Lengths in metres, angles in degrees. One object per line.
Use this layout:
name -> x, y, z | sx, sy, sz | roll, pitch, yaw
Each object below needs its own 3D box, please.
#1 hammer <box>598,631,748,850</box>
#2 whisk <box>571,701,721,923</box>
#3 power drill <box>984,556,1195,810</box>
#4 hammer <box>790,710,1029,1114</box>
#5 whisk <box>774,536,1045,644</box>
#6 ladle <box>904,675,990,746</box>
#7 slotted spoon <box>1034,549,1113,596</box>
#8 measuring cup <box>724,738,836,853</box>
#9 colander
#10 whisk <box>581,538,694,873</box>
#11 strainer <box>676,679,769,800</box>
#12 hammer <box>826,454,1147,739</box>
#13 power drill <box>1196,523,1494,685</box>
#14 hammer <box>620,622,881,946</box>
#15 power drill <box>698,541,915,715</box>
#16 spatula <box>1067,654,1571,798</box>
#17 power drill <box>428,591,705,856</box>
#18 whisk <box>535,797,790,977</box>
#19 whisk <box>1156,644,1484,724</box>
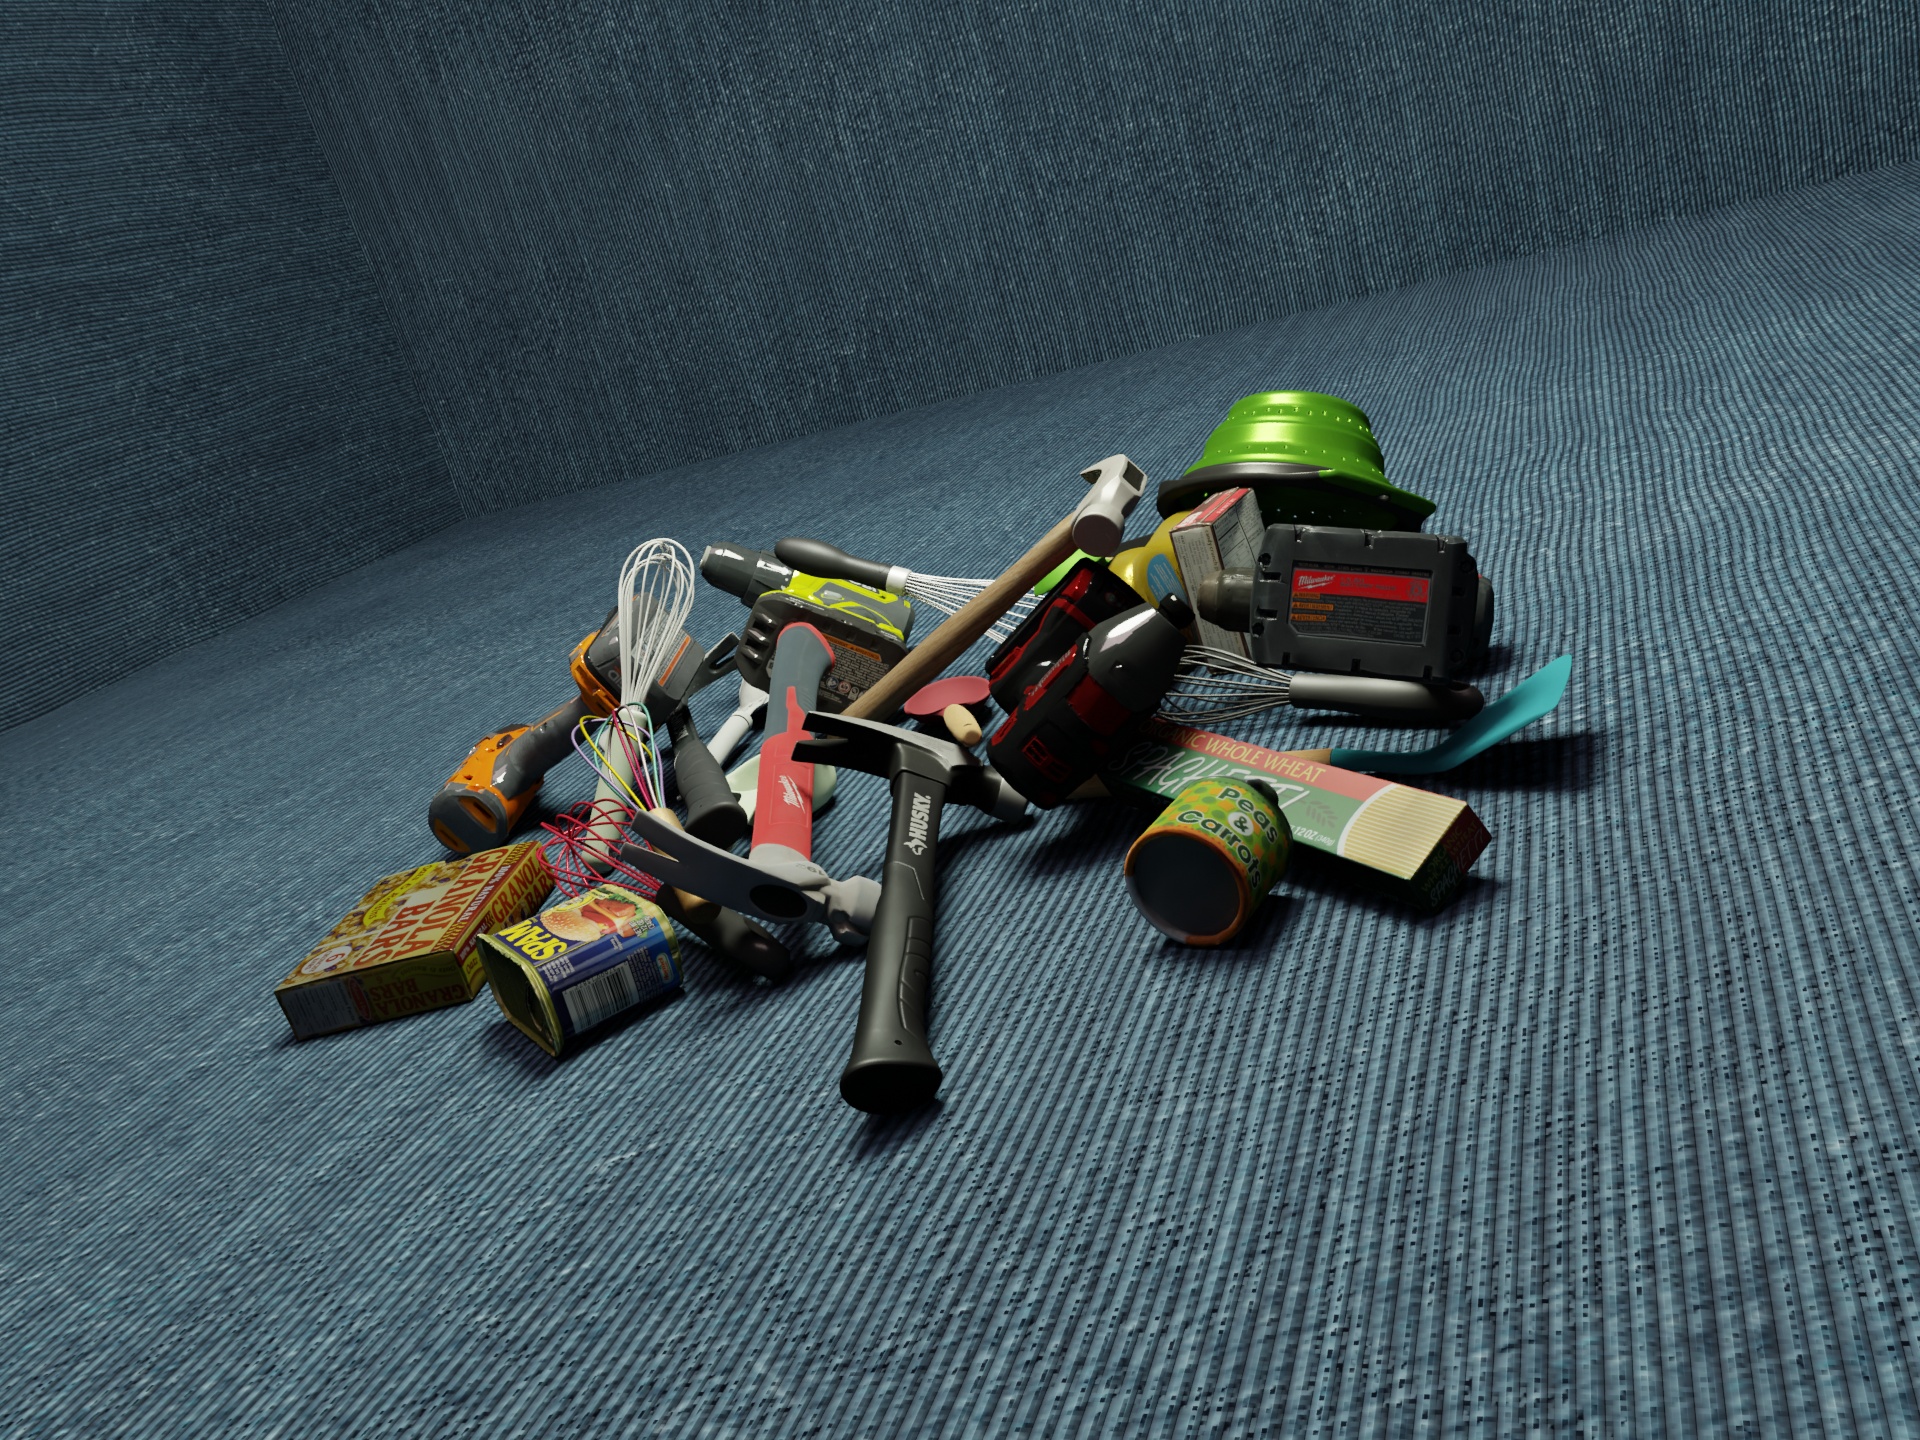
hammer -> -0.195, 0.021, 1.168 | 0.149, 0.036, 0.409 | -41, 19, -3
whisk -> -0.186, 0.052, 0.973 | 0.051, 0.047, 0.245 | -35, 36, -6
power drill -> 0.080, -0.032, 0.984 | 0.143, 0.078, 0.220 | -48, 7, 10
hammer -> -0.033, 0.090, 0.838 | 0.146, 0.035, 0.335 | 19, 24, -7
whisk -> -0.019, -0.105, 1.285 | 0.284, 0.070, 0.070 | 17, 27, 12
ladle -> -0.002, -0.003, 1.087 | 0.069, 0.031, 0.315 | -17, 6, -2
slotted spoon -> 0.121, -0.121, 1.275 | 0.070, 0.031, 0.313 | -31, -7, 18
measuring cup -> -0.133, 0.066, 1.078 | 0.083, 0.038, 0.168 | -15, 22, 21
colander -> 0.224, -0.193, 1.322 | 0.204, 0.094, 0.397 | 13, -9, -26
whisk -> -0.235, -0.012, 1.134 | 0.059, 0.246, 0.057 | 7, -10, 17
strainer -> -0.178, -0.004, 1.309 | 0.087, 0.050, 0.259 | -26, 18, 27
hammer -> 0.011, -0.073, 1.120 | 0.331, 0.031, 0.130 | -40, 14, 37
power drill -> 0.224, -0.070, 0.958 | 0.188, 0.080, 0.226 | 6, 4, 17
hammer -> -0.125, 0.013, 1.027 | 0.143, 0.038, 0.387 | 21, 21, -13
power drill -> -0.128, -0.083, 1.323 | 0.190, 0.080, 0.229 | 21, 15, -13
spatula -> 0.189, 0.016, 0.919 | 0.317, 0.044, 0.082 | -8, 19, 30
power drill -> -0.311, -0.001, 1.262 | 0.226, 0.084, 0.164 | -37, 17, 19
whisk -> -0.185, 0.103, 0.977 | 0.073, 0.073, 0.296 | -27, 26, -29
whisk -> 0.212, -0.019, 1.000 | 0.239, 0.055, 0.055 | 5, 28, 40
